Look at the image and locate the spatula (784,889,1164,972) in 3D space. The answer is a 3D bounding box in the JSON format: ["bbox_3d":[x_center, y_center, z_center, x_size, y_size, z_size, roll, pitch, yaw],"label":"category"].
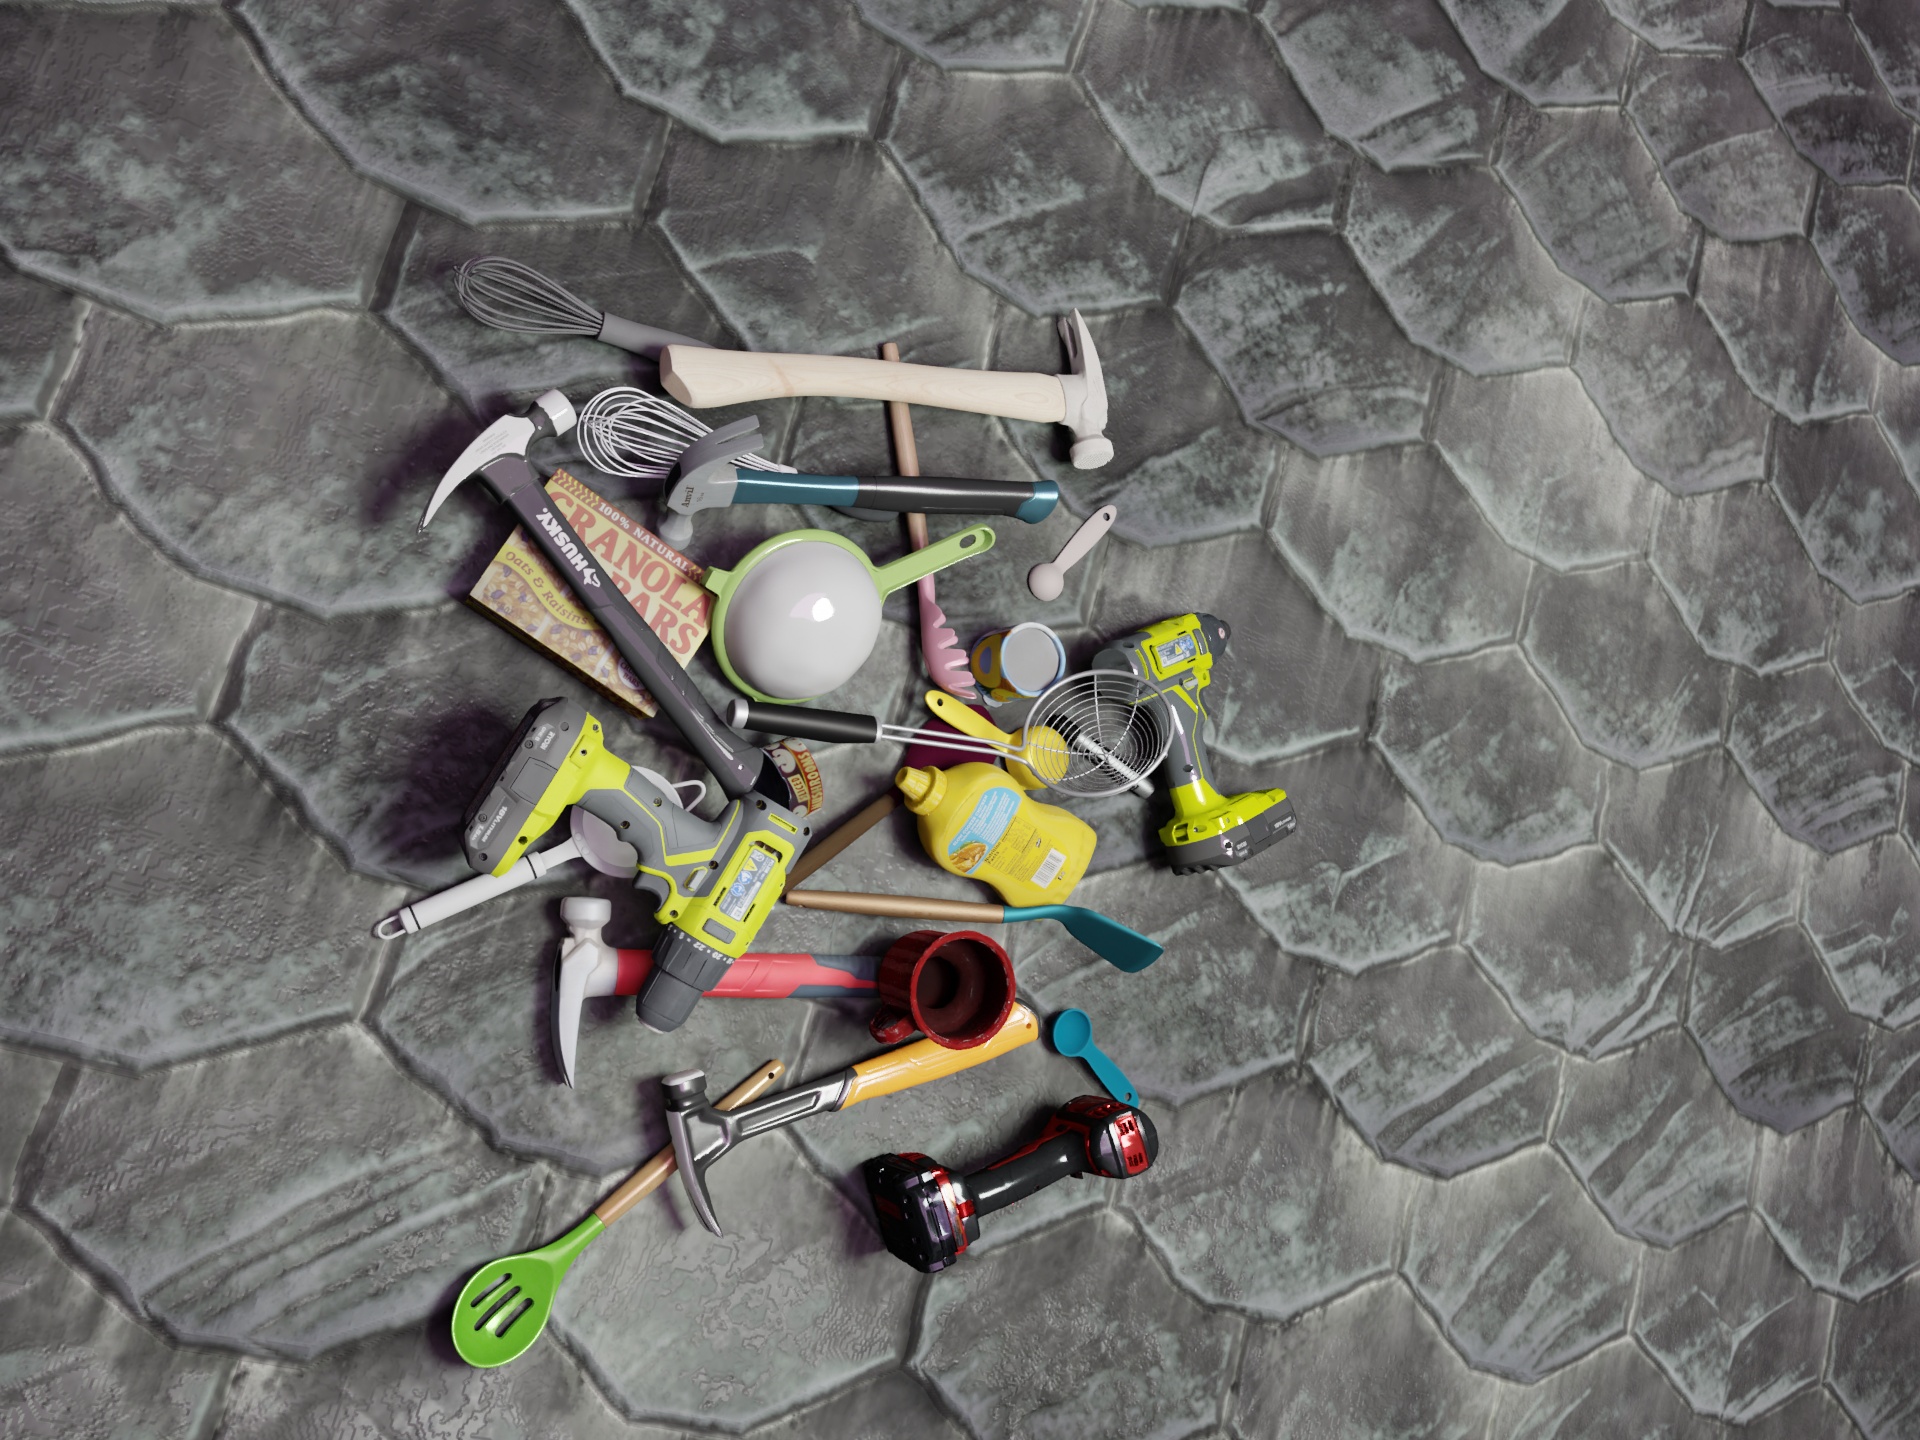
[{"bbox_3d":[0.010,0.170,1.331,0.317,0.082,0.044,6,65,-13],"label":"spatula"}]

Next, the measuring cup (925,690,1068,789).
[{"bbox_3d":[0.034,0.011,1.378,0.156,0.029,0.062,30,68,-32],"label":"measuring cup"}]

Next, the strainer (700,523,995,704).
[{"bbox_3d":[-0.072,-0.093,1.279,0.256,0.069,0.151,-26,126,-18],"label":"strainer"}]

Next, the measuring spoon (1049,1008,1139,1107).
[{"bbox_3d":[0.118,0.304,1.419,0.042,0.021,0.128,-49,116,-22],"label":"measuring spoon"}]

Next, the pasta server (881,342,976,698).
[{"bbox_3d":[-0.030,-0.172,1.372,0.040,0.060,0.316,-9,86,3],"label":"pasta server"}]

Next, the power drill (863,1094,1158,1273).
[{"bbox_3d":[0.041,0.369,1.309,0.219,0.143,0.078,-16,89,-21],"label":"power drill"}]

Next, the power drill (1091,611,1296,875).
[{"bbox_3d":[0.220,0.015,1.453,0.171,0.080,0.223,-21,93,-43],"label":"power drill"}]

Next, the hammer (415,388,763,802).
[{"bbox_3d":[-0.263,-0.074,1.201,0.146,0.035,0.334,-41,104,-24],"label":"hammer"}]

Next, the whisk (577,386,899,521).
[{"bbox_3d":[-0.174,-0.204,1.295,0.284,0.070,0.070,13,80,-30],"label":"whisk"}]

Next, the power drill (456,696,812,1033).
[{"bbox_3d":[-0.246,0.105,1.167,0.228,0.080,0.190,33,84,-19],"label":"power drill"}]

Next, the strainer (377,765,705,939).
[{"bbox_3d":[-0.314,0.105,1.202,0.258,0.050,0.087,-24,83,-21],"label":"strainer"}]

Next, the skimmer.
[{"bbox_3d":[-0.002,-0.004,1.271,0.363,0.090,0.127,8,48,-27],"label":"skimmer"}]

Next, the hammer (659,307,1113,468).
[{"bbox_3d":[-0.054,-0.295,1.347,0.410,0.038,0.146,-2,75,-30],"label":"hammer"}]

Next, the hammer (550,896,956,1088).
[{"bbox_3d":[-0.133,0.222,1.284,0.386,0.038,0.143,6,84,-26],"label":"hammer"}]

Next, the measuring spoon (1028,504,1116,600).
[{"bbox_3d":[0.107,-0.157,1.450,0.034,0.018,0.124,48,66,-15],"label":"measuring spoon"}]

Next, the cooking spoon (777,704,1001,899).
[{"bbox_3d":[-0.076,0.081,1.318,0.319,0.017,0.068,-37,103,-33],"label":"cooking spoon"}]

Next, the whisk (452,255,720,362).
[{"bbox_3d":[-0.281,-0.311,1.253,0.238,0.055,0.055,13,80,-29],"label":"whisk"}]

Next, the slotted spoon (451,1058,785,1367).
[{"bbox_3d":[-0.254,0.366,1.216,0.314,0.031,0.070,-39,103,-26],"label":"slotted spoon"}]

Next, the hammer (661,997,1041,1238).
[{"bbox_3d":[-0.074,0.301,1.296,0.336,0.034,0.127,-14,92,-31],"label":"hammer"}]

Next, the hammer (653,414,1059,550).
[{"bbox_3d":[-0.075,-0.185,1.293,0.331,0.128,0.033,-1,55,-24],"label":"hammer"}]
